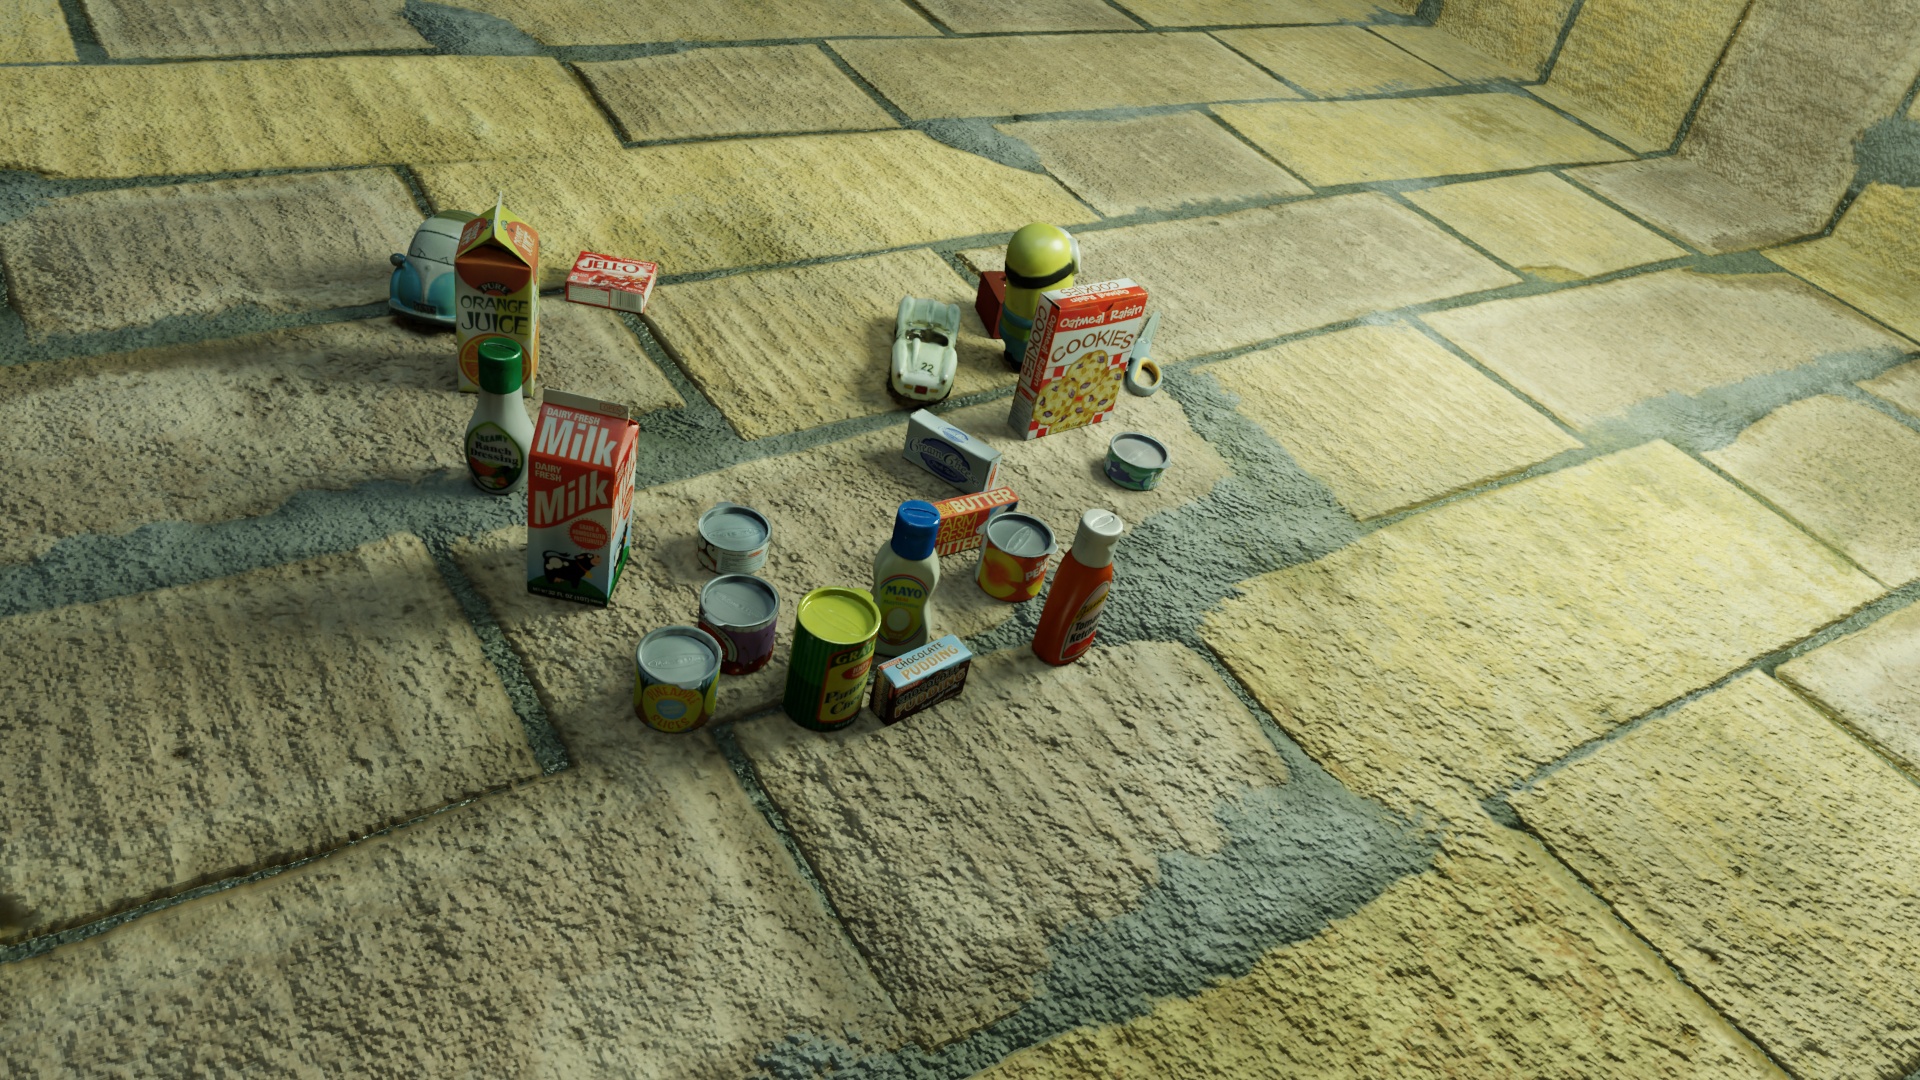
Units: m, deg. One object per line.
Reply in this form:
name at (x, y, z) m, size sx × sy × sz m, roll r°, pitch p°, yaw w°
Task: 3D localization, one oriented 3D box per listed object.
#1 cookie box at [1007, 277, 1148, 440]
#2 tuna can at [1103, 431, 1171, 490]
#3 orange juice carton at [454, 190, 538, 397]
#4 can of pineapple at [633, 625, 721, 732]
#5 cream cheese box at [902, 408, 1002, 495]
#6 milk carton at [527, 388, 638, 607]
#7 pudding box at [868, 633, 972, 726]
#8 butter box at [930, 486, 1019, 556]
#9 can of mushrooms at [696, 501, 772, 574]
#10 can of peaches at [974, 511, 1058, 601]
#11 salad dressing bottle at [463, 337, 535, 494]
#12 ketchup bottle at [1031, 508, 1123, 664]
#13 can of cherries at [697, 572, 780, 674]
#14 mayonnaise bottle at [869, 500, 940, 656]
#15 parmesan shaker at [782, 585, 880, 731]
cookie box at (0.127, -0.196, 1.502) m, size 0.123 × 0.166 × 0.040 m, roll -16°, pitch 47°, yaw -33°
tuna can at (0.191, -0.084, 1.491) m, size 0.071 × 0.032 × 0.071 m, roll 9°, pitch 38°, yaw -7°
orange juice carton at (-0.452, -0.241, 1.360) m, size 0.073 × 0.191 × 0.072 m, roll 4°, pitch 39°, yaw -13°
can of pineapple at (-0.225, 0.111, 1.102) m, size 0.071 × 0.057 × 0.071 m, roll 9°, pitch 38°, yaw -7°
cream cheese box at (-0.010, -0.087, 1.417) m, size 0.104 × 0.053 × 0.024 m, roll 31°, pitch 41°, yaw 21°
milk carton at (-0.315, -0.042, 1.157) m, size 0.072 × 0.189 × 0.074 m, roll 11°, pitch 38°, yaw -3°
pudding box at (-0.033, 0.116, 1.161) m, size 0.084 × 0.049 × 0.030 m, roll -20°, pitch 49°, yaw -36°
butter box at (0.005, -0.017, 1.335) m, size 0.104 × 0.052 × 0.024 m, roll -14°, pitch 46°, yaw -30°
can of mushrooms at (-0.207, -0.002, 1.267) m, size 0.071 × 0.033 × 0.071 m, roll 9°, pitch 38°, yaw -7°
can of peaches at (0.052, 0.017, 1.304) m, size 0.071 × 0.057 × 0.071 m, roll 9°, pitch 38°, yaw -7°
salad dressing bottle at (-0.413, -0.112, 1.248) m, size 0.064 × 0.146 × 0.044 m, roll 13°, pitch 38°, yaw -1°
ketchup bottle at (0.105, 0.040, 1.218) m, size 0.043 × 0.148 × 0.065 m, roll 38°, pitch 44°, yaw 28°
can of cherries at (-0.189, 0.071, 1.162) m, size 0.071 × 0.058 × 0.072 m, roll 9°, pitch 38°, yaw -7°
mayonnaise bottle at (-0.048, 0.034, 1.179) m, size 0.065 × 0.147 × 0.041 m, roll 9°, pitch 38°, yaw -6°
parmesan shaker at (-0.103, 0.095, 1.122) m, size 0.071 × 0.102 × 0.072 m, roll 9°, pitch 38°, yaw -7°
